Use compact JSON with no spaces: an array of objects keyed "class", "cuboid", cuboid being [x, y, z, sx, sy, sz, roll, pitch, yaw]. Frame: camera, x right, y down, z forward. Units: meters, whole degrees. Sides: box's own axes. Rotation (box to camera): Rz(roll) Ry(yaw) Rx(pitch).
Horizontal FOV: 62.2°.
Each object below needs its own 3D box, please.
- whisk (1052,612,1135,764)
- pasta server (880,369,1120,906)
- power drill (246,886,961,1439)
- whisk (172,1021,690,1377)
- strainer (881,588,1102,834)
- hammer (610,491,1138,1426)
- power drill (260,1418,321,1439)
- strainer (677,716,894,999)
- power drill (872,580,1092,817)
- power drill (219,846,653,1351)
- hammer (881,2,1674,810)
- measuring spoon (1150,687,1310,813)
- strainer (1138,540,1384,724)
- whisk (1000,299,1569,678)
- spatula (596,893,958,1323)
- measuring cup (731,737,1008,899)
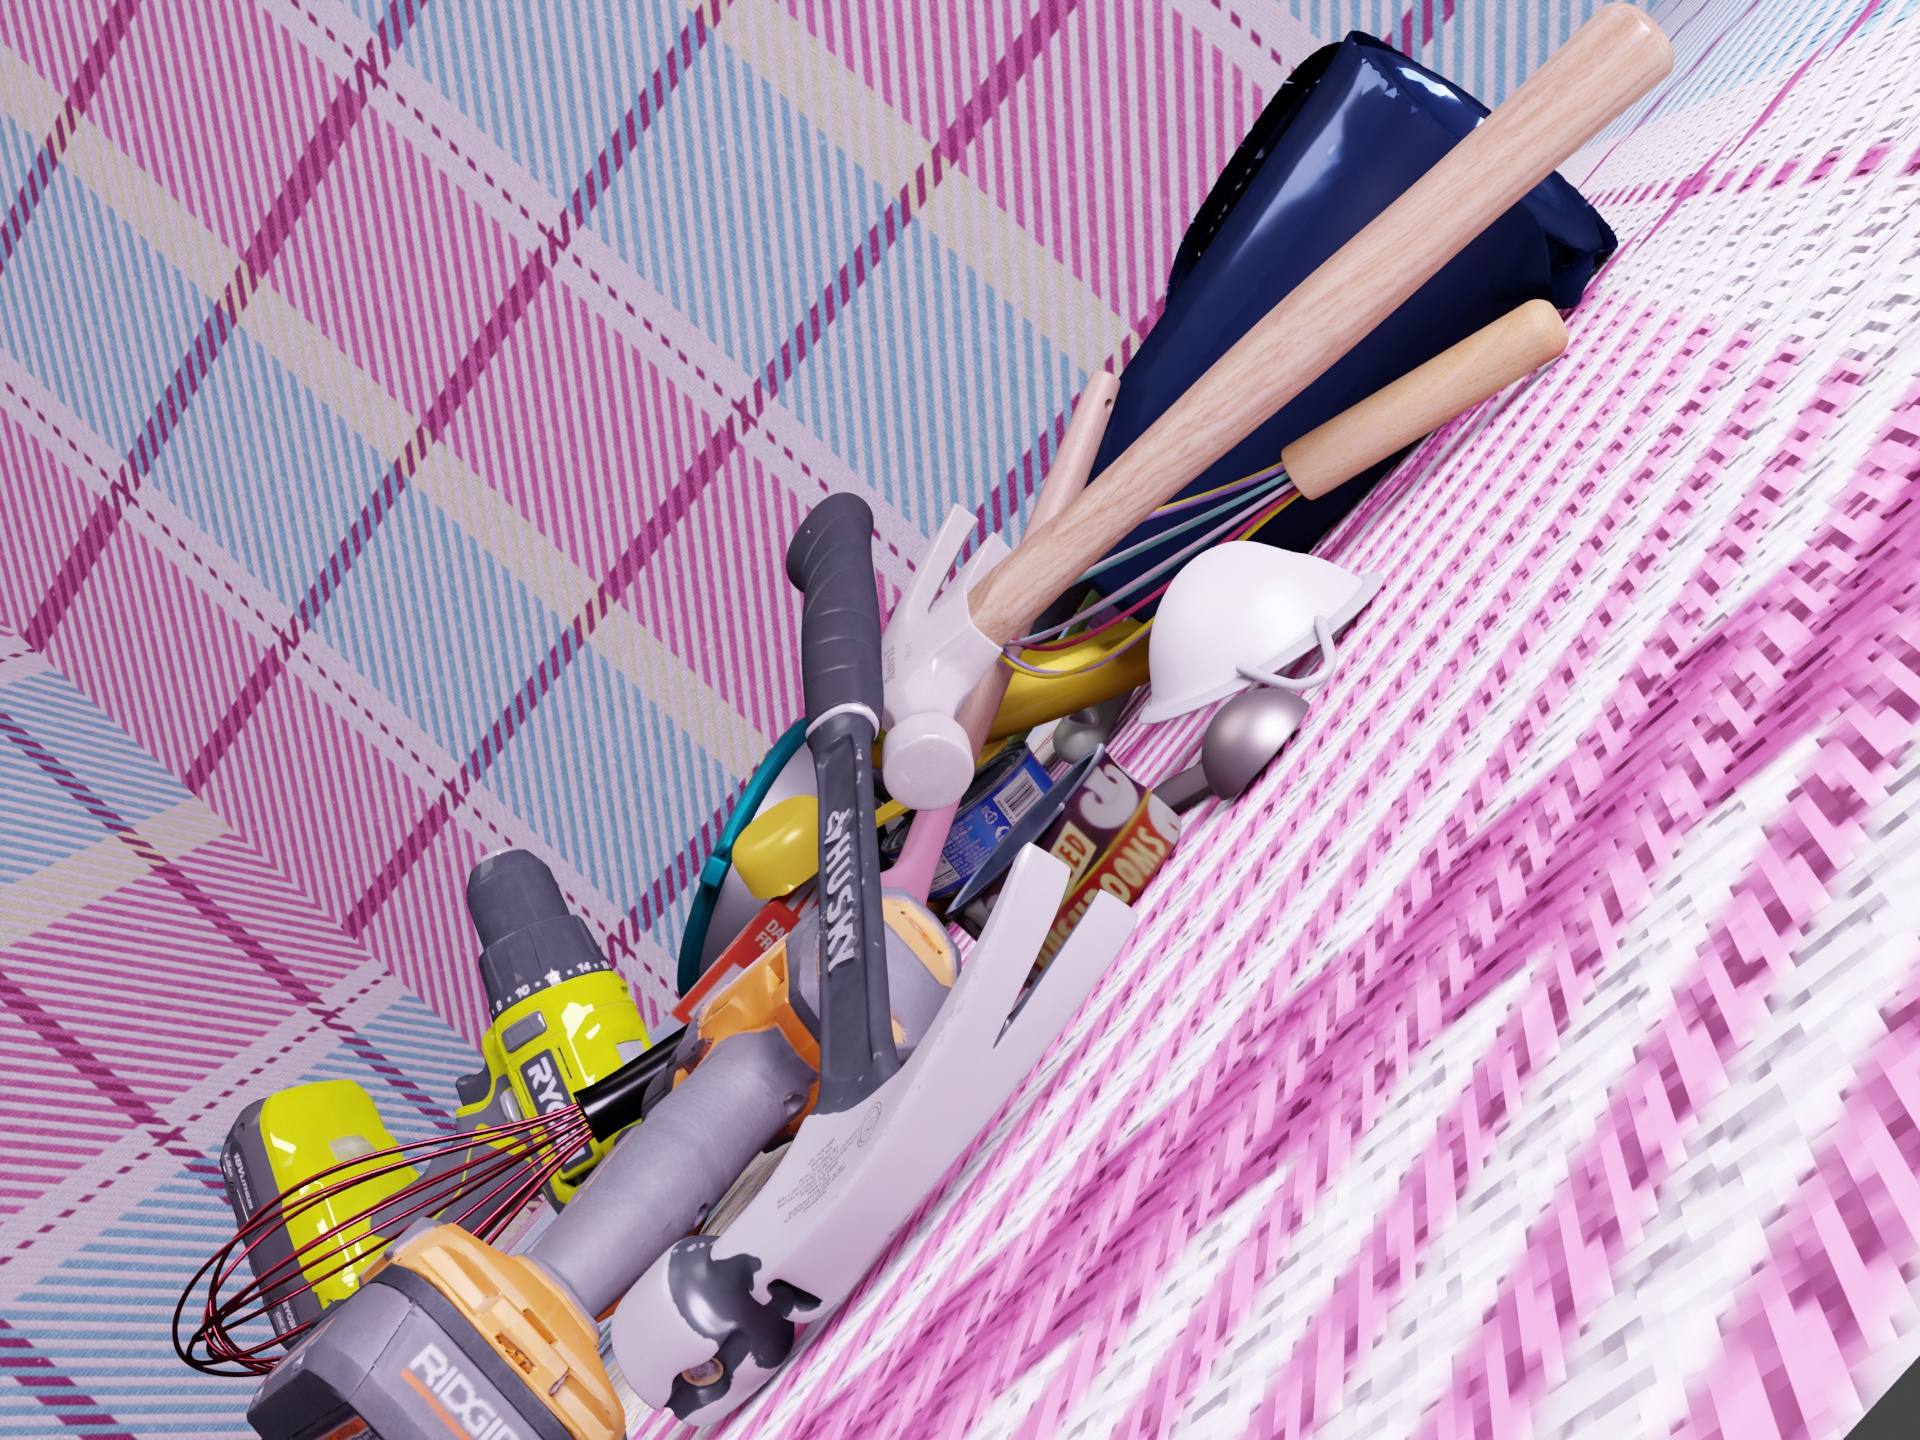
[{"class":"whisk","cuboid":[0.096,-0.042,0.876,0.246,0.058,0.059,-54,-29,-54]},{"class":"pasta server","cuboid":[-0.001,-0.002,0.663,0.060,0.040,0.316,30,-101,-55]},{"class":"power drill","cuboid":[-0.112,0.159,0.518,0.226,0.084,0.185,-43,0,-42]},{"class":"whisk","cuboid":[-0.169,0.172,0.645,0.296,0.073,0.073,-28,-6,-20]},{"class":"strainer","cuboid":[0.016,-0.014,0.971,0.256,0.069,0.151,-60,-3,21]},{"class":"hammer","cuboid":[-0.035,0.008,0.503,0.149,0.036,0.409,-48,21,18]},{"class":"power drill","cuboid":[-0.280,0.330,0.625,0.164,0.084,0.226,-37,1,14]},{"class":"strainer","cuboid":[-0.070,0.070,1.088,0.210,0.095,0.340,104,-166,-45]},{"class":"power drill","cuboid":[0.029,-0.047,0.858,0.219,0.078,0.143,-53,7,4]},{"class":"power drill","cuboid":[-0.245,0.188,0.766,0.228,0.191,0.080,-33,-16,19]},{"class":"hammer","cuboid":[0.090,-0.108,0.539,0.331,0.031,0.130,-41,27,18]},{"class":"measuring spoon","cuboid":[0.066,0.012,0.461,0.034,0.018,0.124,-48,0,-16]},{"class":"strainer","cuboid":[0.091,-0.030,0.560,0.087,0.050,0.258,-32,-2,2]},{"class":"whisk","cuboid":[0.103,-0.082,0.583,0.245,0.047,0.051,-30,-29,31]},{"class":"spatula","cuboid":[-0.084,0.156,0.691,0.081,0.041,0.323,-11,27,47]},{"class":"measuring cup","cuboid":[-0.048,0.038,0.779,0.156,0.029,0.062,-30,18,19]}]
